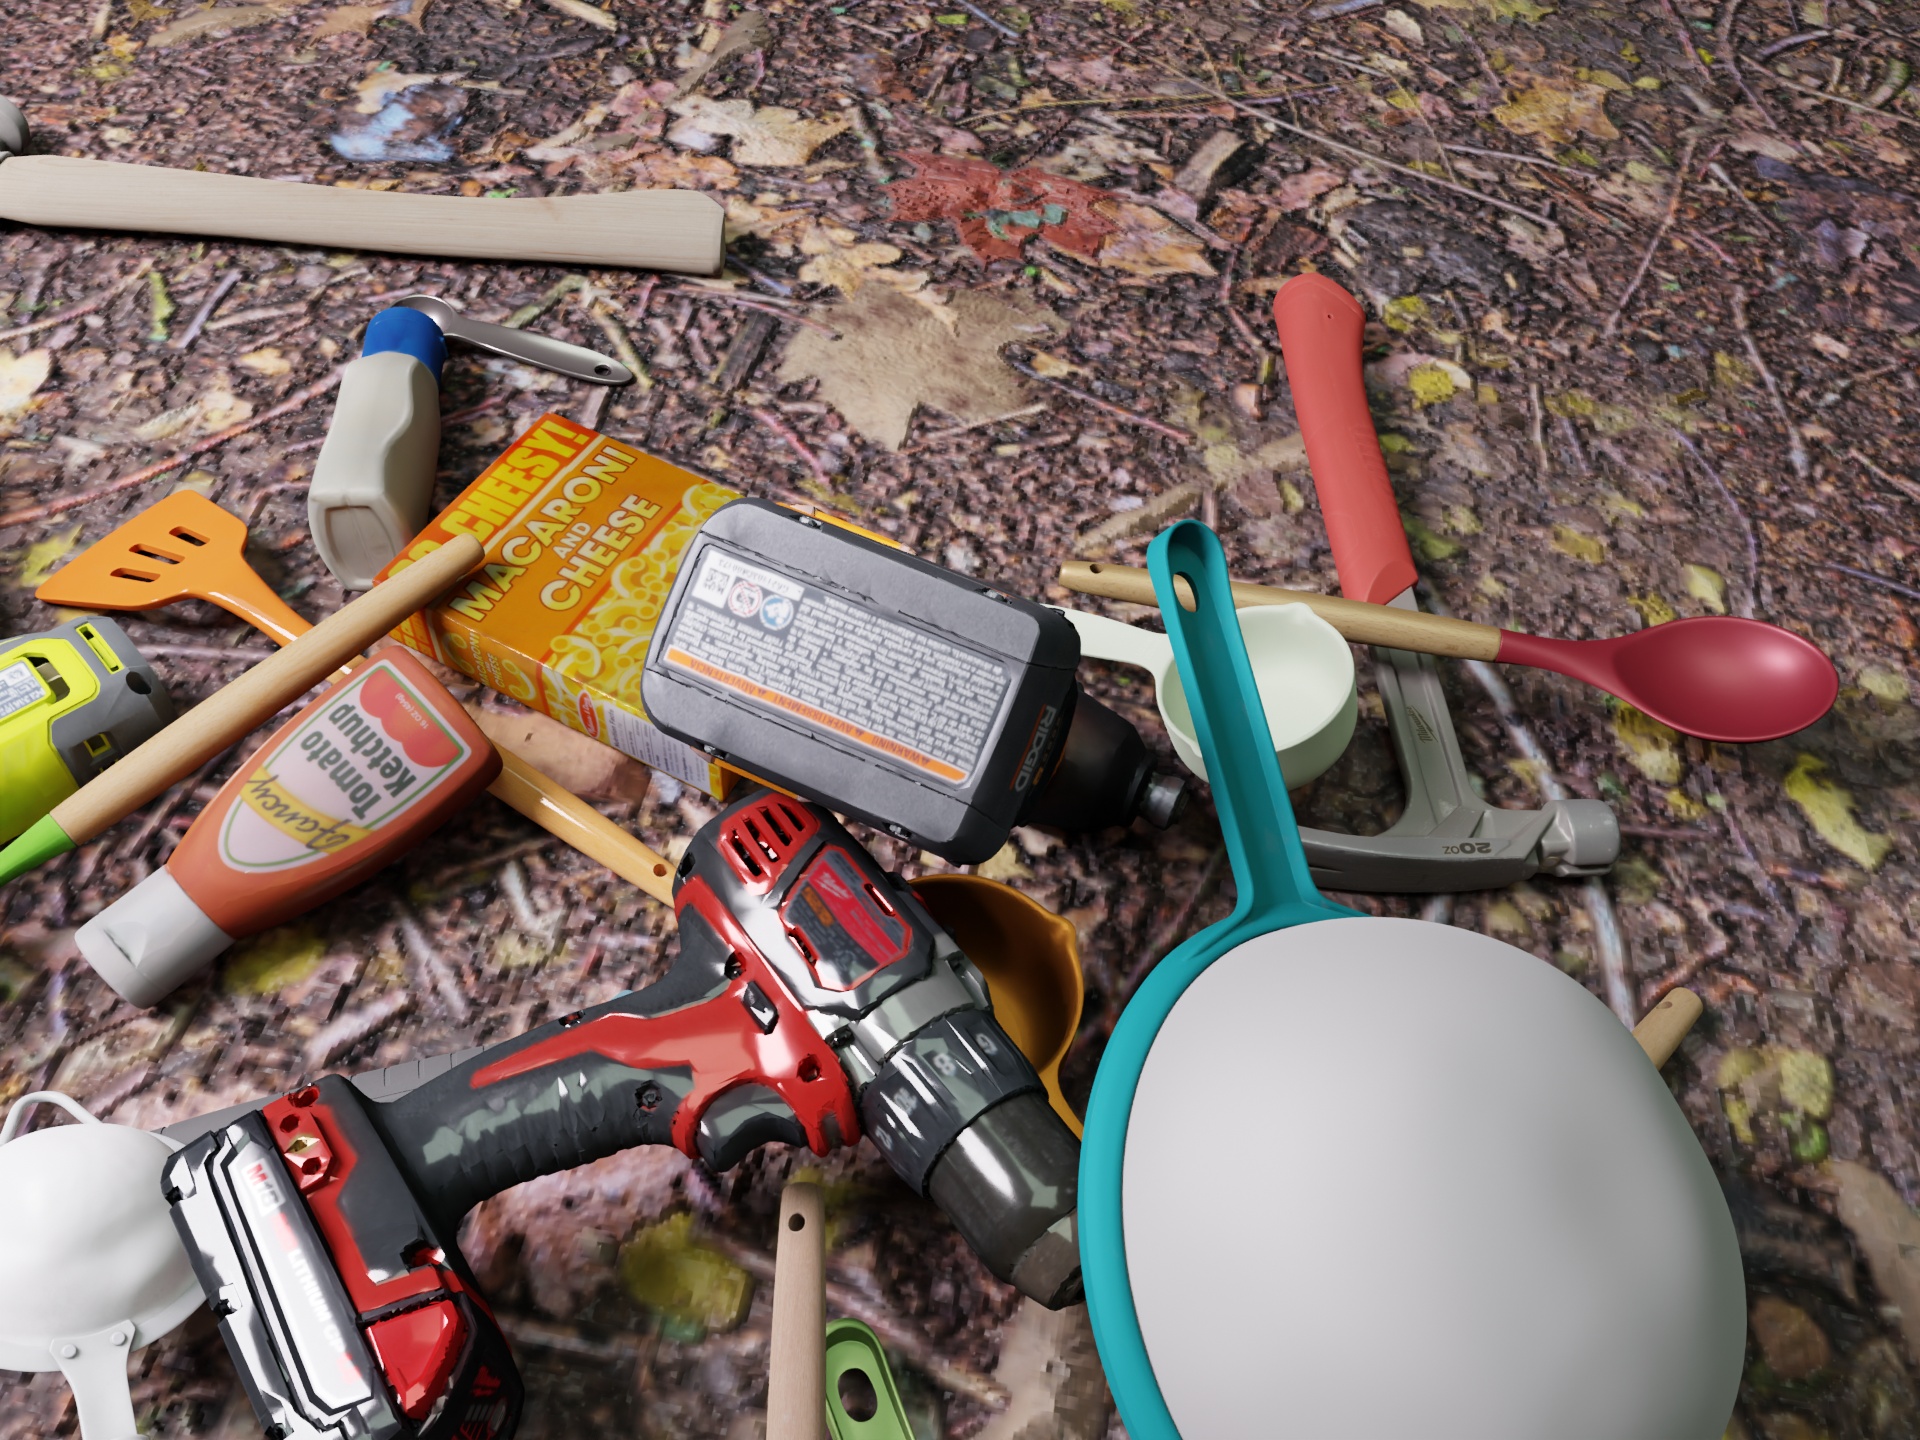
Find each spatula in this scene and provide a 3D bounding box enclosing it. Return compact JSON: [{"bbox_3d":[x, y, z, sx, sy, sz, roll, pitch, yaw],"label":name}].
[{"bbox_3d":[-0.237,-0.009,0.643,0.323,0.041,0.081,31,56,13],"label":"spatula"}]

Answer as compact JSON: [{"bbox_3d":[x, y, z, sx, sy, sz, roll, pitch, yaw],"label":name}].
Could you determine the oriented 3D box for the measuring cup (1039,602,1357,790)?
[{"bbox_3d":[0.083,-0.017,0.651,0.168,0.038,0.083,18,59,36],"label":"measuring cup"}]

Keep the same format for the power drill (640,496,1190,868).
[{"bbox_3d":[-0.001,-0.002,0.551,0.164,0.226,0.084,22,90,10],"label":"power drill"}]

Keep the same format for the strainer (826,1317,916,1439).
[{"bbox_3d":[0.013,0.273,0.415,0.151,0.069,0.257,-16,57,-18],"label":"strainer"}]

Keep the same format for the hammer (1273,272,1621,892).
[{"bbox_3d":[0.179,-0.081,0.733,0.149,0.036,0.359,1,52,-5],"label":"hammer"}]

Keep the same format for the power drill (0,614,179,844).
[{"bbox_3d":[-0.433,-0.027,0.603,0.171,0.080,0.223,-35,66,-28],"label":"power drill"}]

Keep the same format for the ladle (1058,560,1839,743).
[{"bbox_3d":[0.197,-0.035,0.661,0.315,0.031,0.069,10,50,4],"label":"ladle"}]

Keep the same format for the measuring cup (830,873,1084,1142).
[{"bbox_3d":[0.019,0.134,0.539,0.095,0.052,0.174,-23,60,-22],"label":"measuring cup"}]

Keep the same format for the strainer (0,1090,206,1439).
[{"bbox_3d":[-0.222,0.189,0.419,0.086,0.050,0.259,-5,46,-37],"label":"strainer"}]

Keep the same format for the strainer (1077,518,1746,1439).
[{"bbox_3d":[0.129,0.081,0.455,0.211,0.095,0.341,-2,69,-33],"label":"strainer"}]

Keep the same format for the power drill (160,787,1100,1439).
[{"bbox_3d":[-0.082,0.135,0.457,0.226,0.080,0.188,-31,56,-21],"label":"power drill"}]

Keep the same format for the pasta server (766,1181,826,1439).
[{"bbox_3d":[-0.045,0.268,0.397,0.060,0.040,0.317,-6,53,5],"label":"pasta server"}]

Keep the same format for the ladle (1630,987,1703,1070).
[{"bbox_3d":[0.160,0.170,0.523,0.320,0.078,0.062,-33,103,-32],"label":"ladle"}]

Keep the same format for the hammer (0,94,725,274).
[{"bbox_3d":[-0.329,-0.253,0.815,0.410,0.038,0.146,3,53,-4],"label":"hammer"}]

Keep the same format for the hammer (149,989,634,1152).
[{"bbox_3d":[-0.255,0.144,0.513,0.331,0.033,0.128,-12,53,-15],"label":"hammer"}]

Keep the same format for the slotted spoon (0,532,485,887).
[{"bbox_3d":[-0.300,0.023,0.574,0.314,0.070,0.031,-42,102,-25],"label":"slotted spoon"}]

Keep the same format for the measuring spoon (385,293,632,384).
[{"bbox_3d":[-0.223,-0.182,0.787,0.124,0.018,0.034,15,52,-3],"label":"measuring spoon"}]
